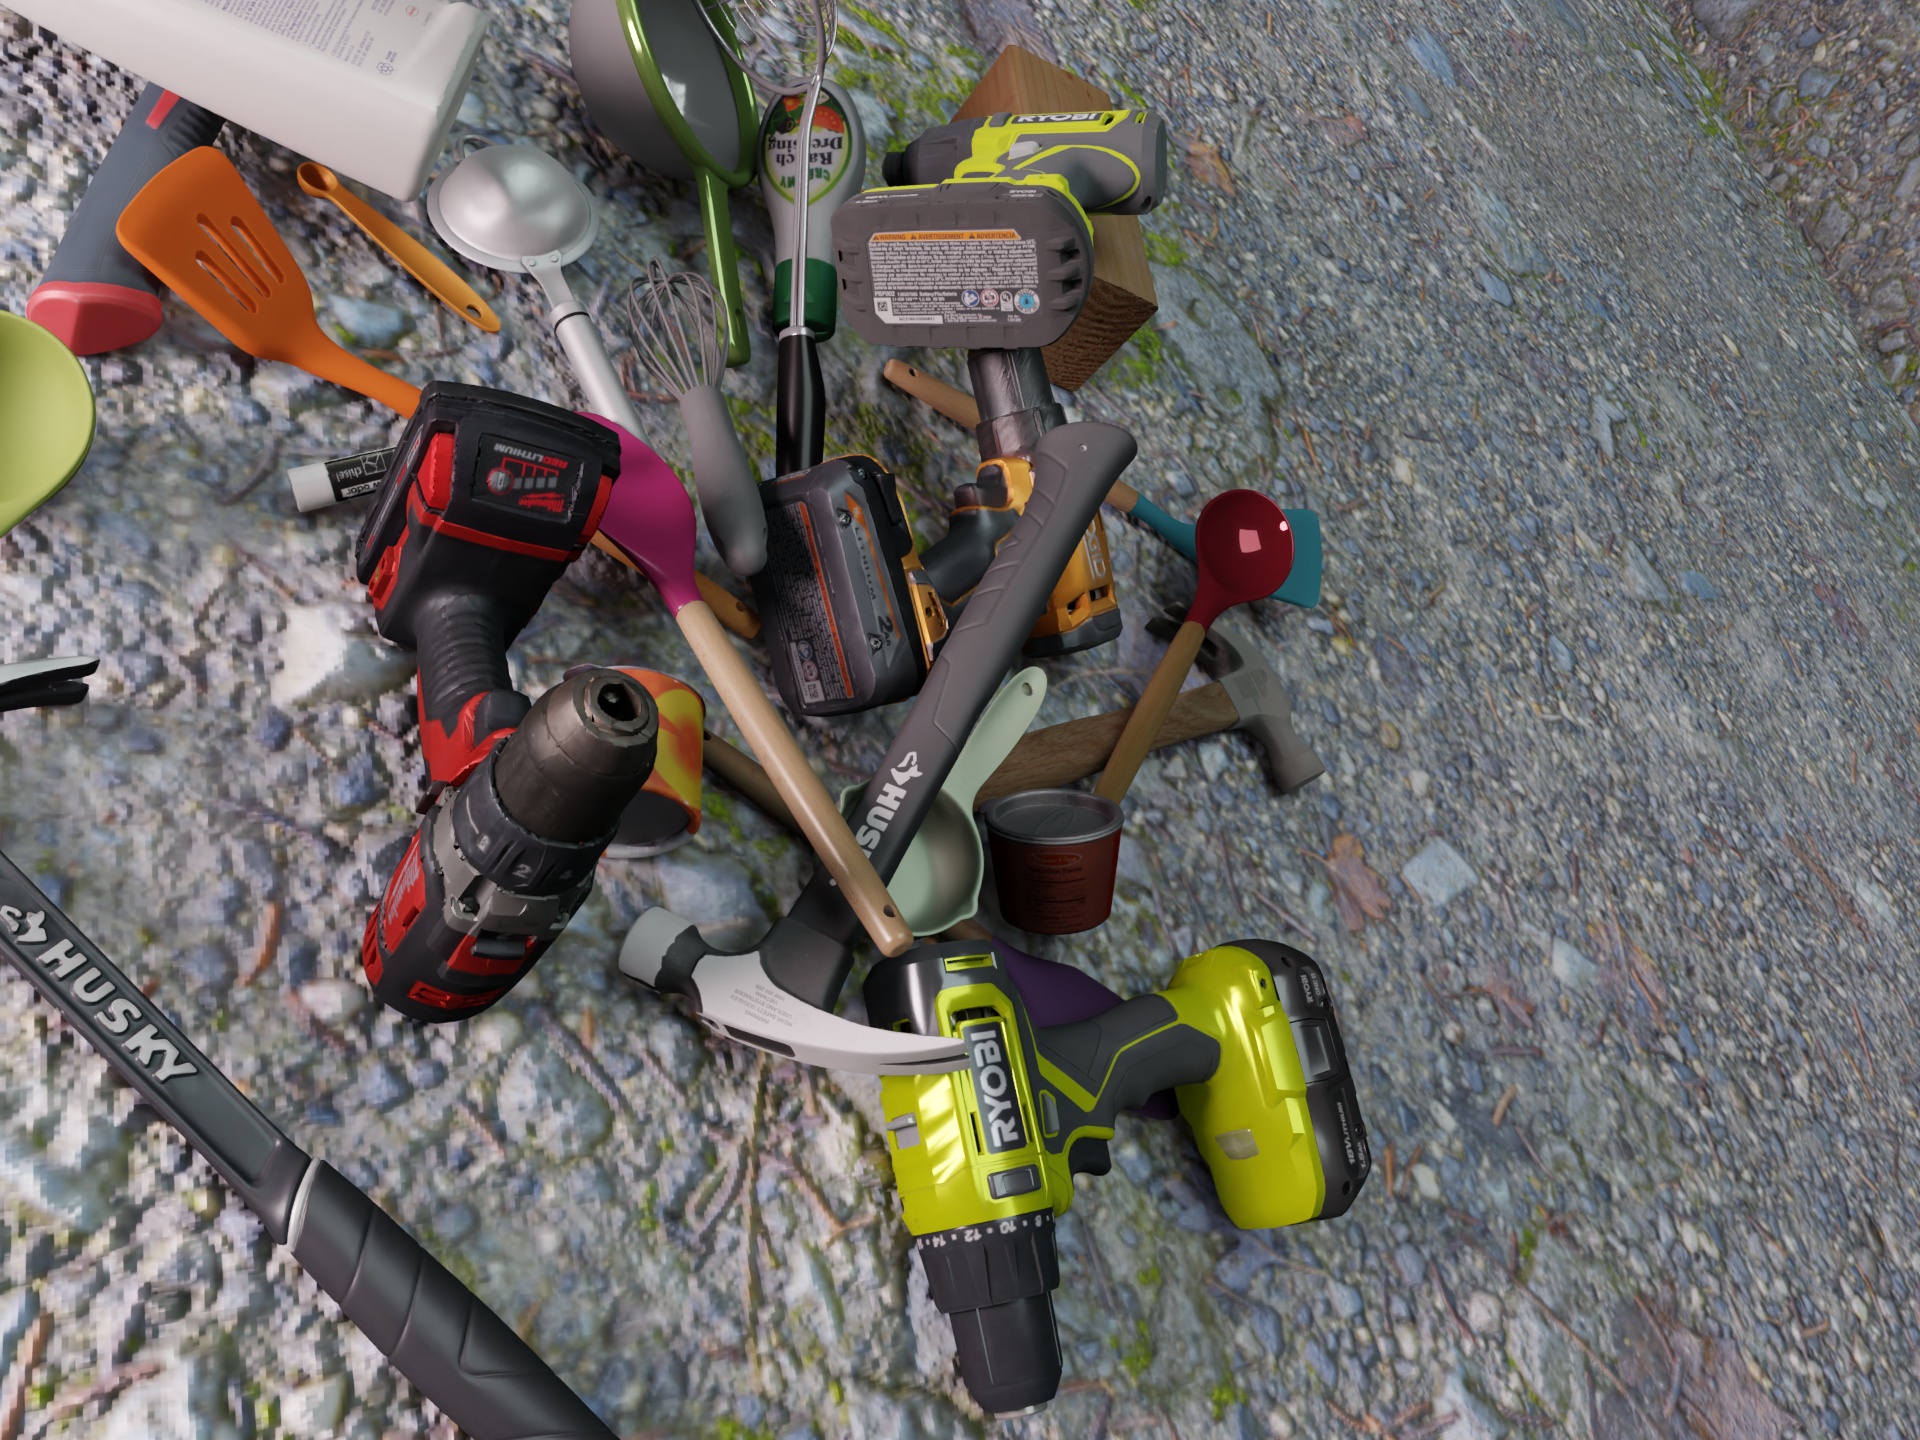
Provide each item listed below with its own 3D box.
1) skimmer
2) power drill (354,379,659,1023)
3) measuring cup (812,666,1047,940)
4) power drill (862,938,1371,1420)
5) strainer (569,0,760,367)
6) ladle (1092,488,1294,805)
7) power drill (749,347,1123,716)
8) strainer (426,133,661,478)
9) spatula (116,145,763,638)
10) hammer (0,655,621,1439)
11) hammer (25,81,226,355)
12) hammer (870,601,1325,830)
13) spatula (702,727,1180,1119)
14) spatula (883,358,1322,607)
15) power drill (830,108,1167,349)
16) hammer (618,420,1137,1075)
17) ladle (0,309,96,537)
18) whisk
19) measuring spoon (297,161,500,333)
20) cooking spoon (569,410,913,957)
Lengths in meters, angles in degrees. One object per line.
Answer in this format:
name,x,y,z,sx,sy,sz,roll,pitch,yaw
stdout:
skimmer,-0.113,-0.262,0.828,0.090,0.127,0.363,2,85,-21
power drill,-0.169,-0.021,0.595,0.080,0.188,0.227,12,51,-32
measuring cup,-0.009,0.035,0.752,0.083,0.038,0.168,44,55,-9
power drill,0.072,0.190,0.715,0.228,0.080,0.191,-1,70,-34
strainer,-0.167,-0.316,0.896,0.151,0.069,0.256,10,69,-71
ladle,0.128,-0.036,0.913,0.069,0.031,0.315,40,47,-6
power drill,-0.008,-0.108,0.826,0.226,0.084,0.185,-21,100,-47
strainer,-0.198,-0.210,0.799,0.087,0.050,0.258,-20,75,-27
spatula,-0.222,-0.134,0.730,0.322,0.041,0.081,34,43,-19
hammer,-0.233,0.145,0.535,0.409,0.036,0.149,46,42,-4
hammer,-0.367,-0.319,0.746,0.143,0.038,0.387,22,50,-25
hammer,0.077,0.010,0.883,0.331,0.031,0.130,-15,72,-44
spatula,-0.009,0.096,0.762,0.315,0.018,0.060,38,43,-14
spatula,0.094,-0.156,1.004,0.317,0.044,0.082,24,55,-23
power drill,0.016,-0.286,0.892,0.171,0.080,0.223,4,35,15
hammer,-0.001,-0.002,0.699,0.146,0.035,0.335,23,65,16
ladle,-0.338,-0.022,0.504,0.078,0.062,0.321,2,45,-18
whisk,-0.127,-0.152,0.782,0.055,0.055,0.239,12,41,-33
measuring spoon,-0.275,-0.229,0.780,0.116,0.011,0.021,40,39,-15
cooking spoon,-0.106,-0.028,0.688,0.068,0.017,0.319,-9,54,-42
